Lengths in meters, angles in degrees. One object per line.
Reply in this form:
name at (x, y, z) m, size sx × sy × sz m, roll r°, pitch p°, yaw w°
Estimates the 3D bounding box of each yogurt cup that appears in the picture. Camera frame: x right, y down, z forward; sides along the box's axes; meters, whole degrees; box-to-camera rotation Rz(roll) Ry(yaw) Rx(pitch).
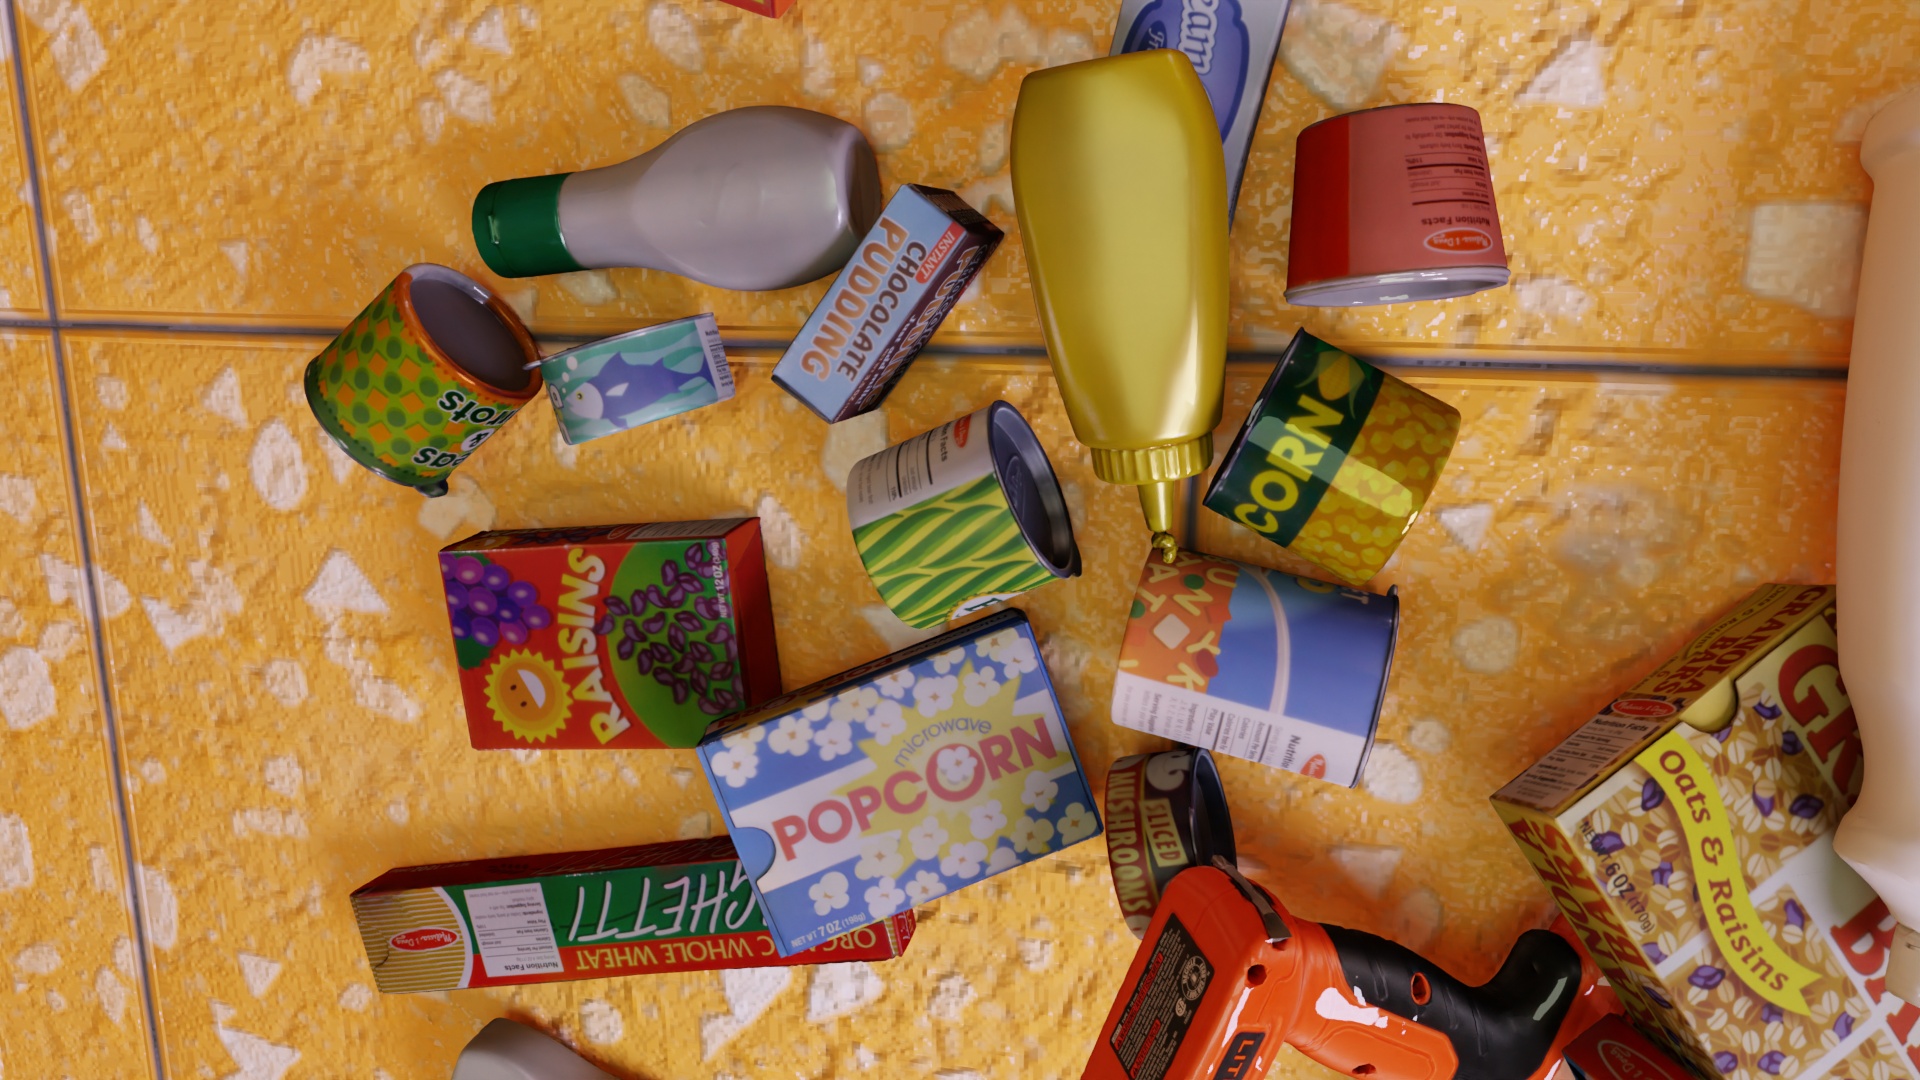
yogurt cup at (0.134, -0.103, 0.433) m, size 0.072 × 0.072 × 0.054 m, roll -3°, pitch 94°, yaw 16°

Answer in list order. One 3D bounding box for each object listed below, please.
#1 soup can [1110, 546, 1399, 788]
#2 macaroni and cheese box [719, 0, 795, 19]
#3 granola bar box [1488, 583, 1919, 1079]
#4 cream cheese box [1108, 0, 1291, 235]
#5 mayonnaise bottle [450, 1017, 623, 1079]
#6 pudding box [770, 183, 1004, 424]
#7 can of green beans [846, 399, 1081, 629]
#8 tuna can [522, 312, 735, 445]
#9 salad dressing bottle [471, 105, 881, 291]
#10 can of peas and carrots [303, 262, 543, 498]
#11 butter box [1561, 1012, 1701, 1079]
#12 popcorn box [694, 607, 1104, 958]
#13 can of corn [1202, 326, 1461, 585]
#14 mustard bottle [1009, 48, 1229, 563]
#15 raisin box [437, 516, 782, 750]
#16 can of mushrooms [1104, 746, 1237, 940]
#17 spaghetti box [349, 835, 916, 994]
soup can at (0.100, 0.039, 0.474) m, size 0.084 × 0.071 × 0.071 m, roll 14°, pitch 106°, yaw 12°
macaroni and cheese box at (-0.126, -0.254, 0.448) m, size 0.166 × 0.040 × 0.123 m, roll 22°, pitch 145°, yaw 10°
granola bar box at (0.264, 0.115, 0.432) m, size 0.124 × 0.039 × 0.165 m, roll -34°, pitch 92°, yaw -10°
cream cheese box at (0.074, -0.151, 0.459) m, size 0.053 × 0.024 × 0.103 m, roll 16°, pitch 106°, yaw 10°
mayonnaise bottle at (-0.151, 0.264, 0.605) m, size 0.148 × 0.041 × 0.064 m, roll 19°, pitch 108°, yaw 9°
pudding box at (-0.025, -0.083, 0.487) m, size 0.030 × 0.050 × 0.083 m, roll 40°, pitch 109°, yaw 5°
can of green beans at (0.001, -0.008, 0.488) m, size 0.057 × 0.071 × 0.071 m, roll -22°, pitch 96°, yaw 19°
tuna can at (-0.120, -0.058, 0.508) m, size 0.071 × 0.071 × 0.032 m, roll -13°, pitch 99°, yaw 18°
salad dressing bottle at (-0.104, -0.120, 0.504) m, size 0.147 × 0.044 × 0.064 m, roll -2°, pitch 102°, yaw 17°
can of peas and carrots at (-0.202, -0.061, 0.531) m, size 0.058 × 0.071 × 0.071 m, roll -37°, pitch 91°, yaw 19°
butter box at (0.229, 0.201, 0.434) m, size 0.024 × 0.053 × 0.103 m, roll -33°, pitch 112°, yaw -6°
popcorn box at (-0.021, 0.086, 0.509) m, size 0.127 × 0.038 × 0.085 m, roll -21°, pitch 98°, yaw -3°
can of corn at (0.119, -0.026, 0.450) m, size 0.058 × 0.071 × 0.071 m, roll 29°, pitch 108°, yaw 6°
mustard bottle at (0.055, -0.070, 0.443) m, size 0.065 × 0.049 × 0.159 m, roll -3°, pitch 105°, yaw 18°
raisin box at (-0.137, 0.037, 0.550) m, size 0.123 × 0.040 × 0.086 m, roll -3°, pitch 103°, yaw 14°
can of mushrooms at (0.075, 0.107, 0.492) m, size 0.033 × 0.071 × 0.071 m, roll -11°, pitch 99°, yaw 19°
spaghetti box at (-0.140, 0.156, 0.583) m, size 0.250 × 0.029 × 0.050 m, roll -9°, pitch 100°, yaw 17°
